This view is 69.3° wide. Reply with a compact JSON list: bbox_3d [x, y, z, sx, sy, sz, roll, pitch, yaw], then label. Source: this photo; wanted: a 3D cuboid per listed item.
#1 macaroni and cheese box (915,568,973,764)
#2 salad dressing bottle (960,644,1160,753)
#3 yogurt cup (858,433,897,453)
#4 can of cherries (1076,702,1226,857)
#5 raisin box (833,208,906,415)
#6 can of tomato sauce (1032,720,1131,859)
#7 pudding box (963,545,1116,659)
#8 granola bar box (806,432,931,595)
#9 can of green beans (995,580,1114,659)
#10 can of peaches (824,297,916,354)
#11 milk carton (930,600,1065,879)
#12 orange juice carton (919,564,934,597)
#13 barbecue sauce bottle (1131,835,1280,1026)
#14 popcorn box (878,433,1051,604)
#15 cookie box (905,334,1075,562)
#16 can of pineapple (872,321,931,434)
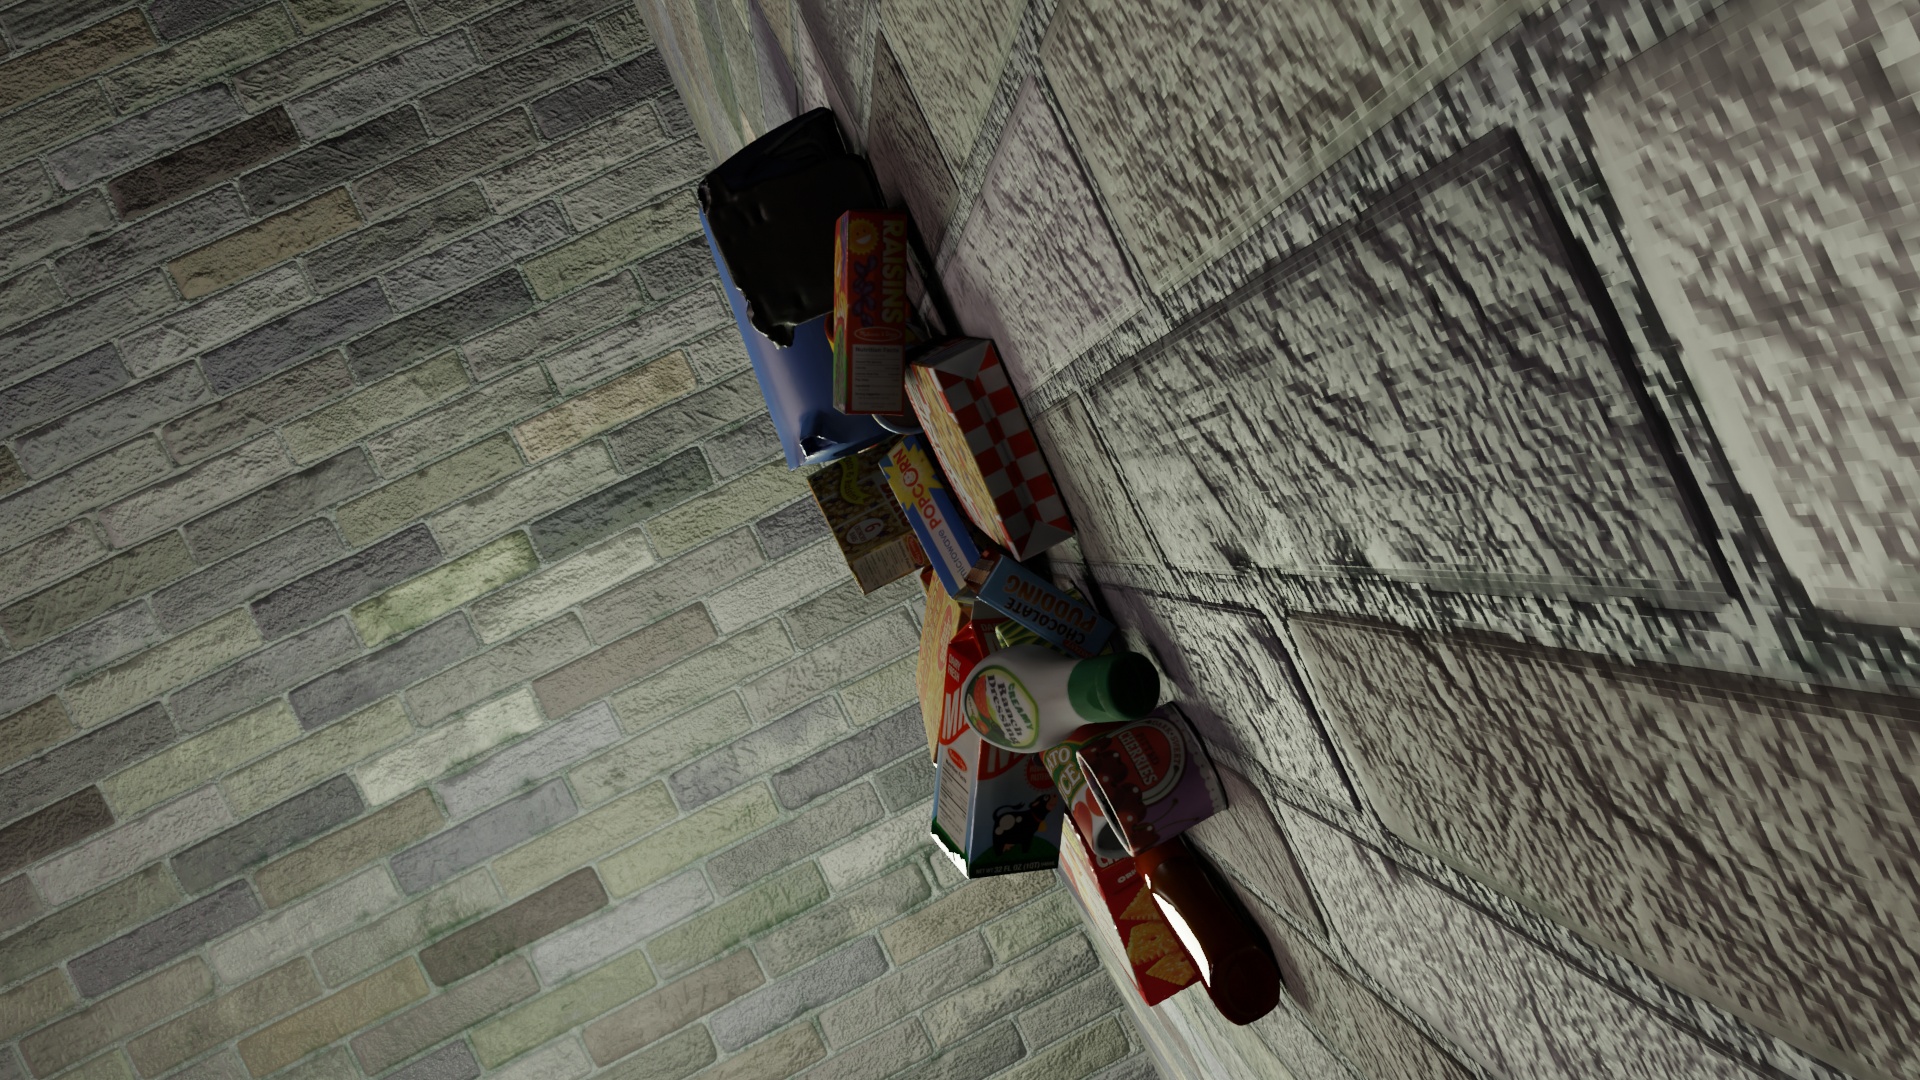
[{"bbox_3d":[-0.002,0.085,1.084,0.167,0.040,0.123,-114,33,-73],"label":"macaroni and cheese box"},{"bbox_3d":[0.055,0.088,0.793,0.147,0.044,0.064,-19,91,58],"label":"salad dressing bottle"},{"bbox_3d":[-0.067,-0.094,1.375,0.054,0.072,0.072,48,166,42],"label":"yogurt cup"},{"bbox_3d":[0.103,0.129,0.755,0.071,0.058,0.071,63,175,10],"label":"can of cherries"},{"bbox_3d":[-0.057,-0.142,0.871,0.086,0.040,0.123,-141,51,-78],"label":"raisin box"},{"bbox_3d":[0.095,0.156,0.907,0.083,0.071,0.071,59,173,42],"label":"can of tomato sauce"},{"bbox_3d":[0.046,0.038,0.827,0.083,0.030,0.050,32,-178,-10],"label":"pudding box"},{"bbox_3d":[-0.052,-0.033,1.166,0.039,0.124,0.166,68,174,-31],"label":"granola bar box"},{"bbox_3d":[0.062,0.072,0.892,0.071,0.058,0.071,63,175,11],"label":"can of green beans"},{"bbox_3d":[-0.064,-0.147,1.029,0.071,0.071,0.057,60,173,36],"label":"can of peaches"},{"bbox_3d":[0.032,0.132,0.972,0.073,0.072,0.190,-148,60,-63],"label":"milk carton"},{"bbox_3d":[0.023,0.074,1.230,0.193,0.073,0.071,61,175,33],"label":"orange juice carton"},{"bbox_3d":[0.153,0.240,0.896,0.064,0.044,0.149,66,175,-26],"label":"barbecue sauce bottle"},{"bbox_3d":[0.004,-0.012,0.987,0.085,0.038,0.127,14,-138,-53],"label":"popcorn box"},{"bbox_3d":[0.010,-0.062,0.854,0.122,0.040,0.167,65,175,-13],"label":"cookie box"},{"bbox_3d":[-0.042,-0.113,0.968,0.070,0.071,0.058,67,174,-30],"label":"can of pineapple"}]
